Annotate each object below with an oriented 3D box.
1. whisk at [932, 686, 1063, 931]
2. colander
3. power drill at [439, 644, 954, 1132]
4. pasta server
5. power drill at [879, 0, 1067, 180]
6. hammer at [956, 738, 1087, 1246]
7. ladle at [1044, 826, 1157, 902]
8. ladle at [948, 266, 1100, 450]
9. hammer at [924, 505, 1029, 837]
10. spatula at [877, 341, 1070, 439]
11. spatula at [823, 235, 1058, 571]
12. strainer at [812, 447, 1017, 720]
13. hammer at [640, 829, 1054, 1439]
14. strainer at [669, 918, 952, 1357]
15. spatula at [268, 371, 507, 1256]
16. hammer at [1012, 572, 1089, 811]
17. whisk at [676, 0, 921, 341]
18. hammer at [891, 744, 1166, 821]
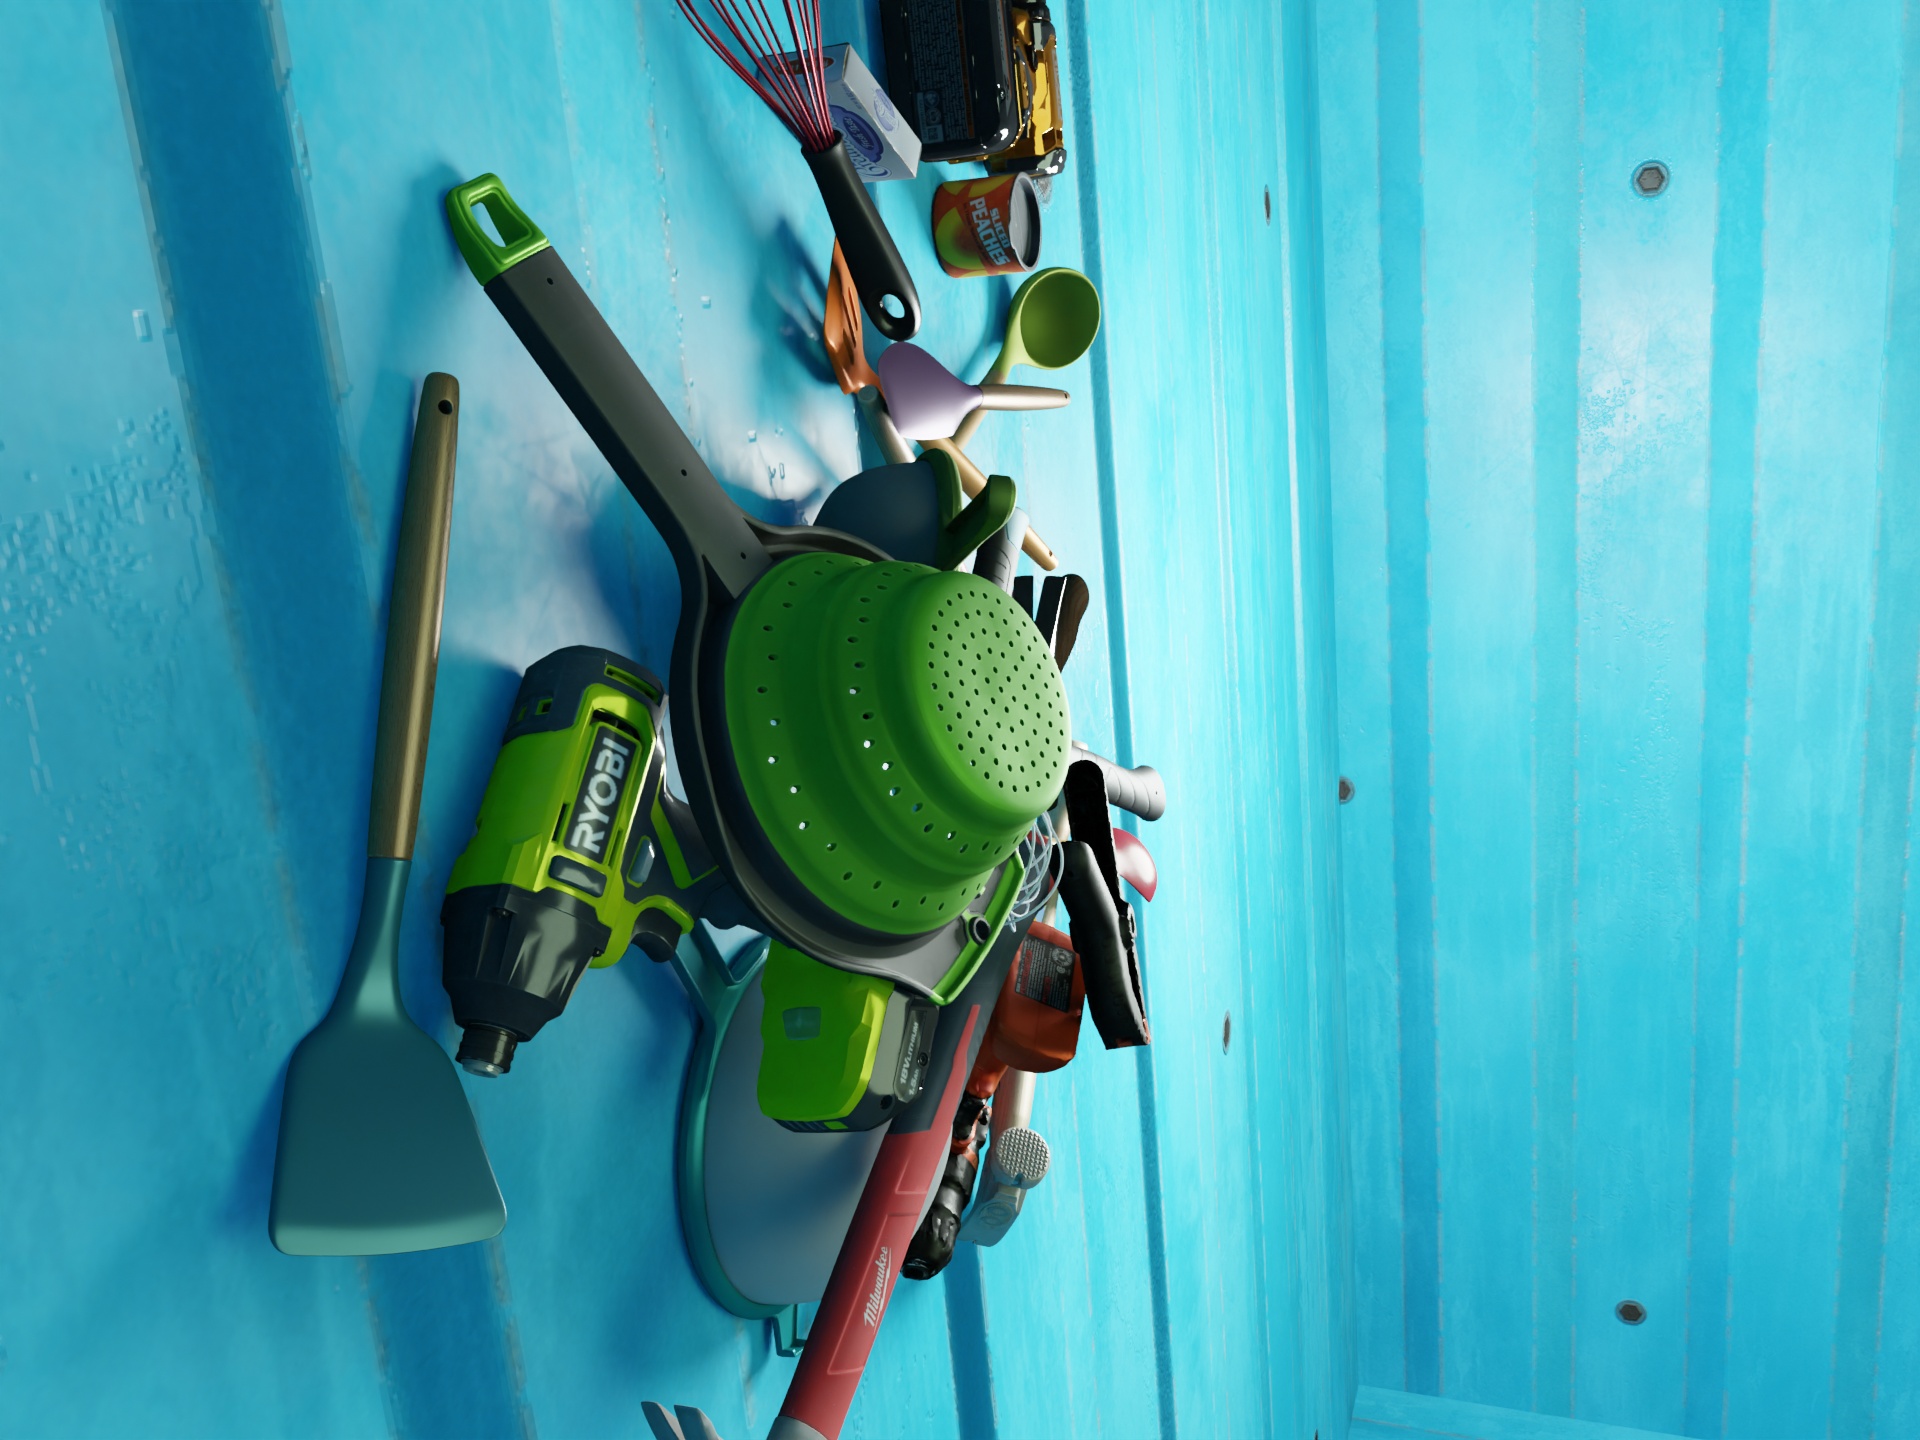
[{"bbox_3d":[-0.003,-0.002,0.881,0.070,0.070,0.285,65,8,-48],"label":"whisk"},{"bbox_3d":[-0.062,-0.064,0.662,0.396,0.094,0.205,56,39,-17],"label":"colander"},{"bbox_3d":[-0.111,0.092,0.682,0.223,0.080,0.171,33,56,-38],"label":"power drill"},{"bbox_3d":[-0.006,-0.118,1.031,0.316,0.040,0.060,60,36,-60],"label":"pasta server"},{"bbox_3d":[0.016,-0.459,1.062,0.226,0.084,0.185,-45,132,-66],"label":"power drill"},{"bbox_3d":[0.051,0.179,1.179,0.146,0.038,0.411,113,-8,-48],"label":"hammer"},{"bbox_3d":[0.074,0.093,1.128,0.315,0.031,0.069,16,39,-60],"label":"ladle"},{"bbox_3d":[0.028,-0.231,1.126,0.320,0.062,0.078,-61,144,-45],"label":"ladle"},{"bbox_3d":[0.001,0.002,0.964,0.128,0.033,0.331,49,43,-47],"label":"hammer"},{"bbox_3d":[0.016,-0.212,1.034,0.316,0.018,0.060,-24,98,-66],"label":"spatula"},{"bbox_3d":[-0.009,-0.178,1.010,0.322,0.041,0.081,39,48,-50],"label":"spatula"},{"bbox_3d":[-0.037,-0.087,0.826,0.256,0.069,0.151,153,-56,-73],"label":"strainer"},{"bbox_3d":[-0.028,0.195,0.780,0.143,0.038,0.387,56,40,-33],"label":"hammer"},{"bbox_3d":[-0.075,0.174,0.817,0.340,0.095,0.211,72,28,-42],"label":"strainer"},{"bbox_3d":[-0.197,0.024,0.574,0.082,0.044,0.317,10,78,-40],"label":"spatula"},{"bbox_3d":[0.062,-0.053,1.063,0.331,0.031,0.130,-64,154,-72],"label":"hammer"},{"bbox_3d":[-0.080,-0.313,0.815,0.295,0.073,0.073,62,35,-46],"label":"whisk"},{"bbox_3d":[0.058,0.027,1.137,0.408,0.036,0.149,23,63,-58],"label":"hammer"}]
